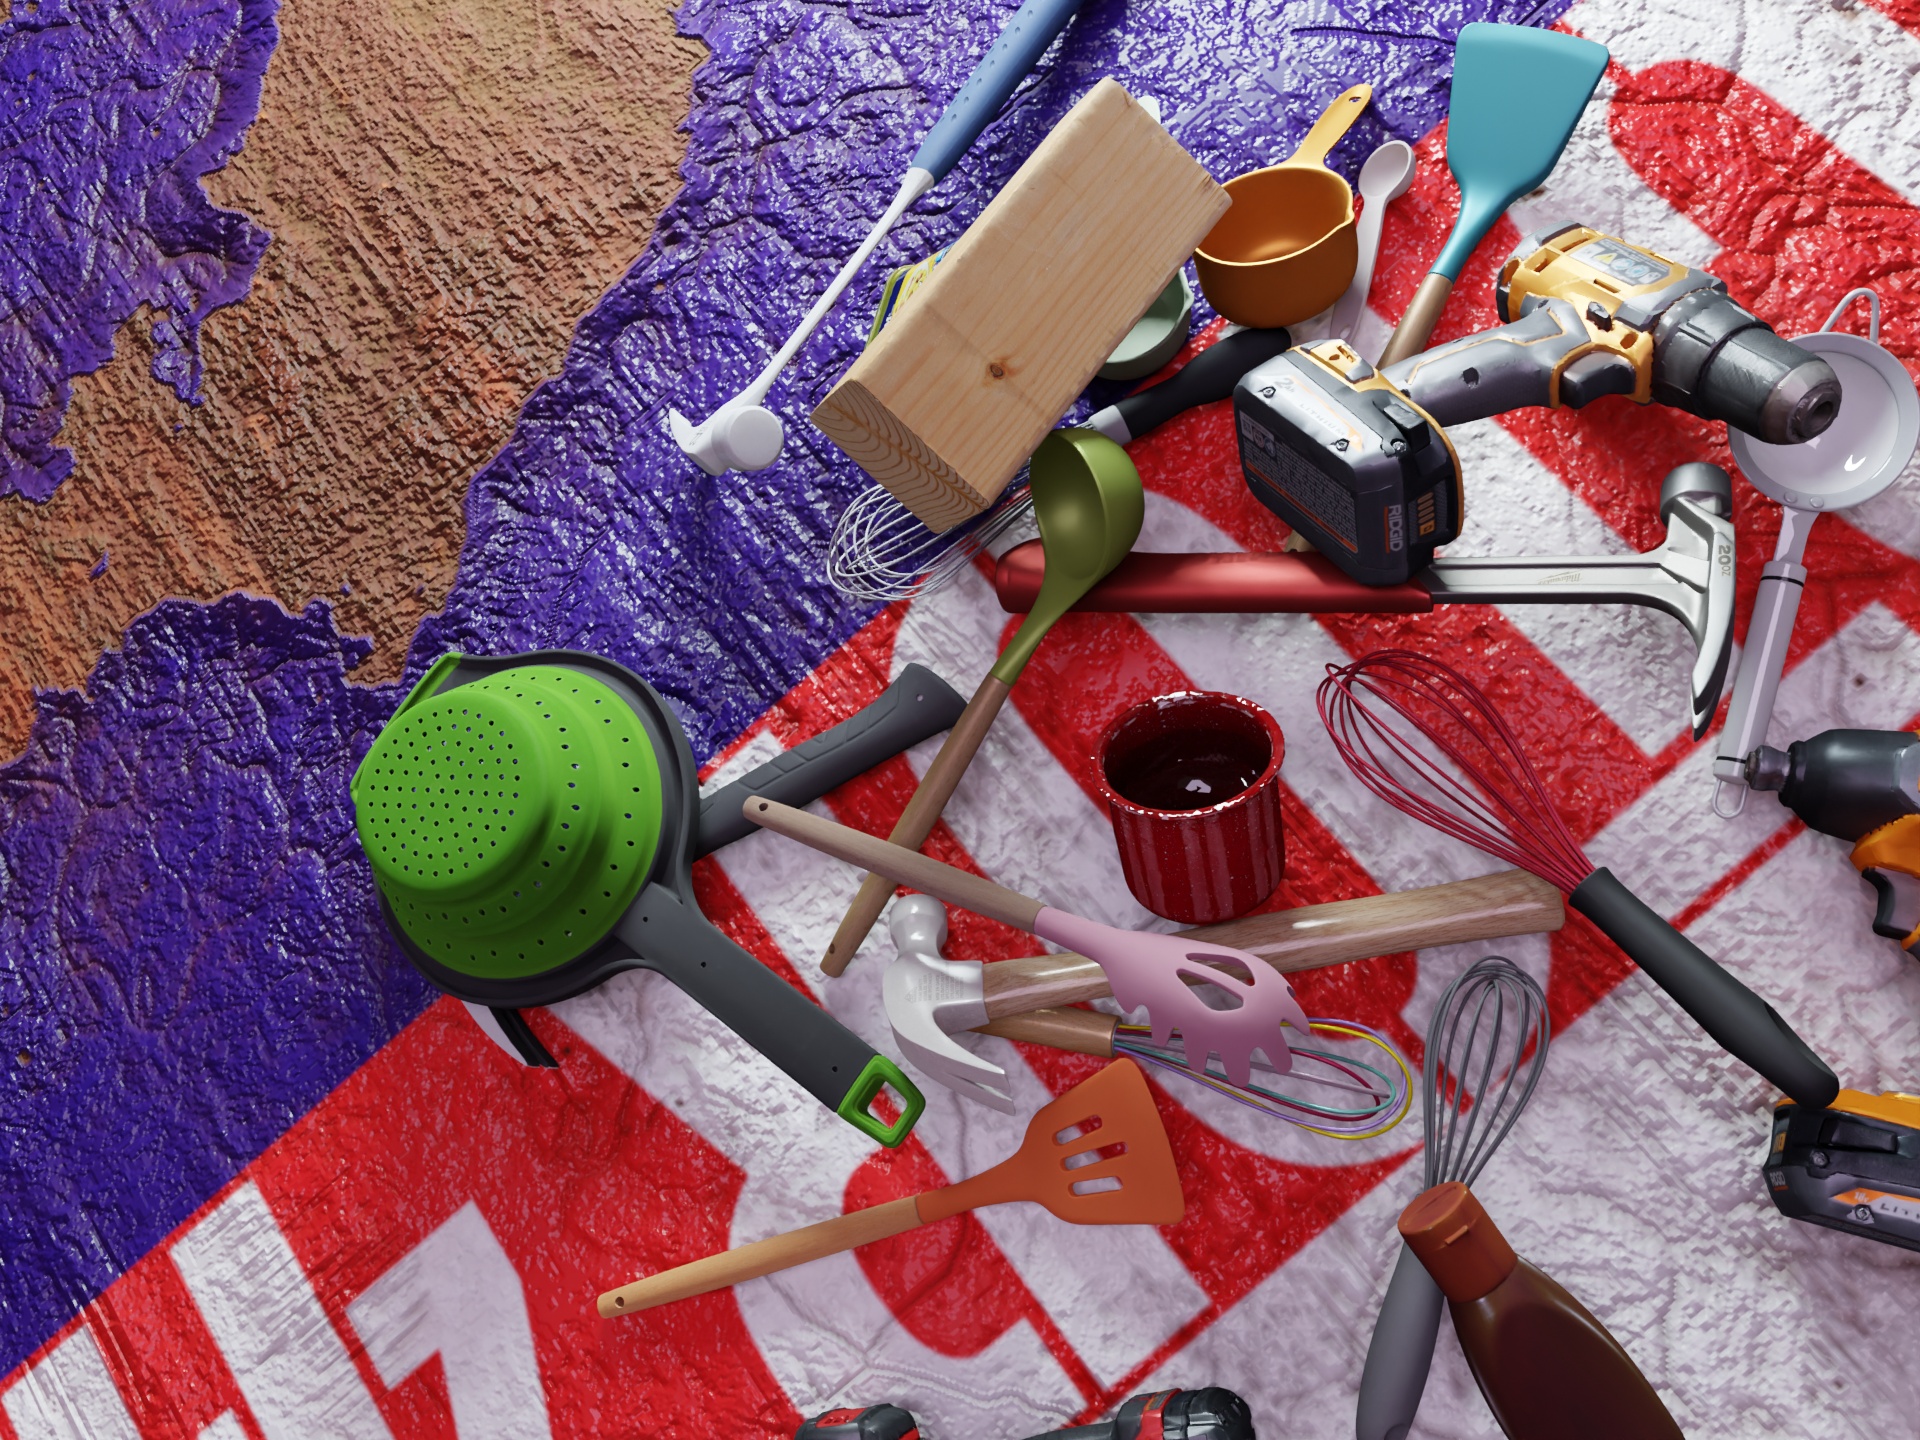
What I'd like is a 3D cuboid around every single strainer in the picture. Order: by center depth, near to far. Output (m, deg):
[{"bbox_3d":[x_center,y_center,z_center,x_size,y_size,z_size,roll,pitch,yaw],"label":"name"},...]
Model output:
[{"bbox_3d":[0.397,-0.078,0.767,0.087,0.050,0.258,15,87,10],"label":"strainer"}]

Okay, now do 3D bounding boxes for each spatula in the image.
[{"bbox_3d":[-0.045,0.256,0.808,0.322,0.041,0.081,-20,76,11],"label":"spatula"},{"bbox_3d":[0.239,-0.216,0.842,0.082,0.044,0.317,25,86,29],"label":"spatula"}]

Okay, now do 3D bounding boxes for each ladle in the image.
[{"bbox_3d":[-0.001,-0.003,0.818,0.320,0.062,0.078,-60,38,12],"label":"ladle"}]

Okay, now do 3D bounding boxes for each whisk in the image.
[{"bbox_3d":[0.272,0.062,0.726,0.073,0.073,0.296,-43,56,2],"label":"whisk"},{"bbox_3d":[0.225,0.226,0.740,0.055,0.055,0.239,15,86,18],"label":"whisk"},{"bbox_3d":[0.098,0.165,0.788,0.245,0.051,0.047,6,123,22],"label":"whisk"},{"bbox_3d":[0.053,-0.145,0.873,0.284,0.070,0.070,-28,71,2],"label":"whisk"}]

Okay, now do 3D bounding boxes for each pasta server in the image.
[{"bbox_3d":[0.018,0.093,0.777,0.316,0.040,0.060,18,55,30],"label":"pasta server"}]

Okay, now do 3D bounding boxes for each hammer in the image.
[{"bbox_3d":[0.124,0.116,0.779,0.331,0.031,0.130,-10,38,7],"label":"hammer"},{"bbox_3d":[0.182,-0.061,0.783,0.359,0.036,0.149,2,50,27],"label":"hammer"},{"bbox_3d":[-0.143,0.066,0.885,0.335,0.035,0.146,-28,70,7],"label":"hammer"},{"bbox_3d":[-0.033,-0.305,0.920,0.405,0.035,0.144,-55,25,-10],"label":"hammer"}]

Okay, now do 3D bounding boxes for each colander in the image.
[{"bbox_3d":[-0.187,0.089,0.821,0.397,0.094,0.204,33,86,21],"label":"colander"}]

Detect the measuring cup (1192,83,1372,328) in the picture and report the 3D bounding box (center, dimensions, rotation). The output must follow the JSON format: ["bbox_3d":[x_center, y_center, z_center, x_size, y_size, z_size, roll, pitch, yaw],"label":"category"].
[{"bbox_3d":[0.191,-0.282,0.873,0.095,0.052,0.174,16,57,33],"label":"measuring cup"}]

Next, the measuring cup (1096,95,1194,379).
[{"bbox_3d":[0.098,-0.271,0.899,0.083,0.038,0.168,5,76,17],"label":"measuring cup"}]

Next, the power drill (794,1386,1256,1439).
[{"bbox_3d":[0.031,0.389,0.738,0.219,0.078,0.143,-12,74,15],"label":"power drill"}]

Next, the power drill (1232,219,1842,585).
[{"bbox_3d":[0.268,-0.148,0.747,0.226,0.084,0.186,-27,43,-10],"label":"power drill"}]

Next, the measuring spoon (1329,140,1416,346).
[{"bbox_3d":[0.226,-0.256,0.872,0.034,0.018,0.124,11,85,54],"label":"measuring spoon"}]

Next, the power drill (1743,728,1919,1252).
[{"bbox_3d":[0.419,0.112,0.695,0.164,0.084,0.226,12,76,19],"label":"power drill"}]
